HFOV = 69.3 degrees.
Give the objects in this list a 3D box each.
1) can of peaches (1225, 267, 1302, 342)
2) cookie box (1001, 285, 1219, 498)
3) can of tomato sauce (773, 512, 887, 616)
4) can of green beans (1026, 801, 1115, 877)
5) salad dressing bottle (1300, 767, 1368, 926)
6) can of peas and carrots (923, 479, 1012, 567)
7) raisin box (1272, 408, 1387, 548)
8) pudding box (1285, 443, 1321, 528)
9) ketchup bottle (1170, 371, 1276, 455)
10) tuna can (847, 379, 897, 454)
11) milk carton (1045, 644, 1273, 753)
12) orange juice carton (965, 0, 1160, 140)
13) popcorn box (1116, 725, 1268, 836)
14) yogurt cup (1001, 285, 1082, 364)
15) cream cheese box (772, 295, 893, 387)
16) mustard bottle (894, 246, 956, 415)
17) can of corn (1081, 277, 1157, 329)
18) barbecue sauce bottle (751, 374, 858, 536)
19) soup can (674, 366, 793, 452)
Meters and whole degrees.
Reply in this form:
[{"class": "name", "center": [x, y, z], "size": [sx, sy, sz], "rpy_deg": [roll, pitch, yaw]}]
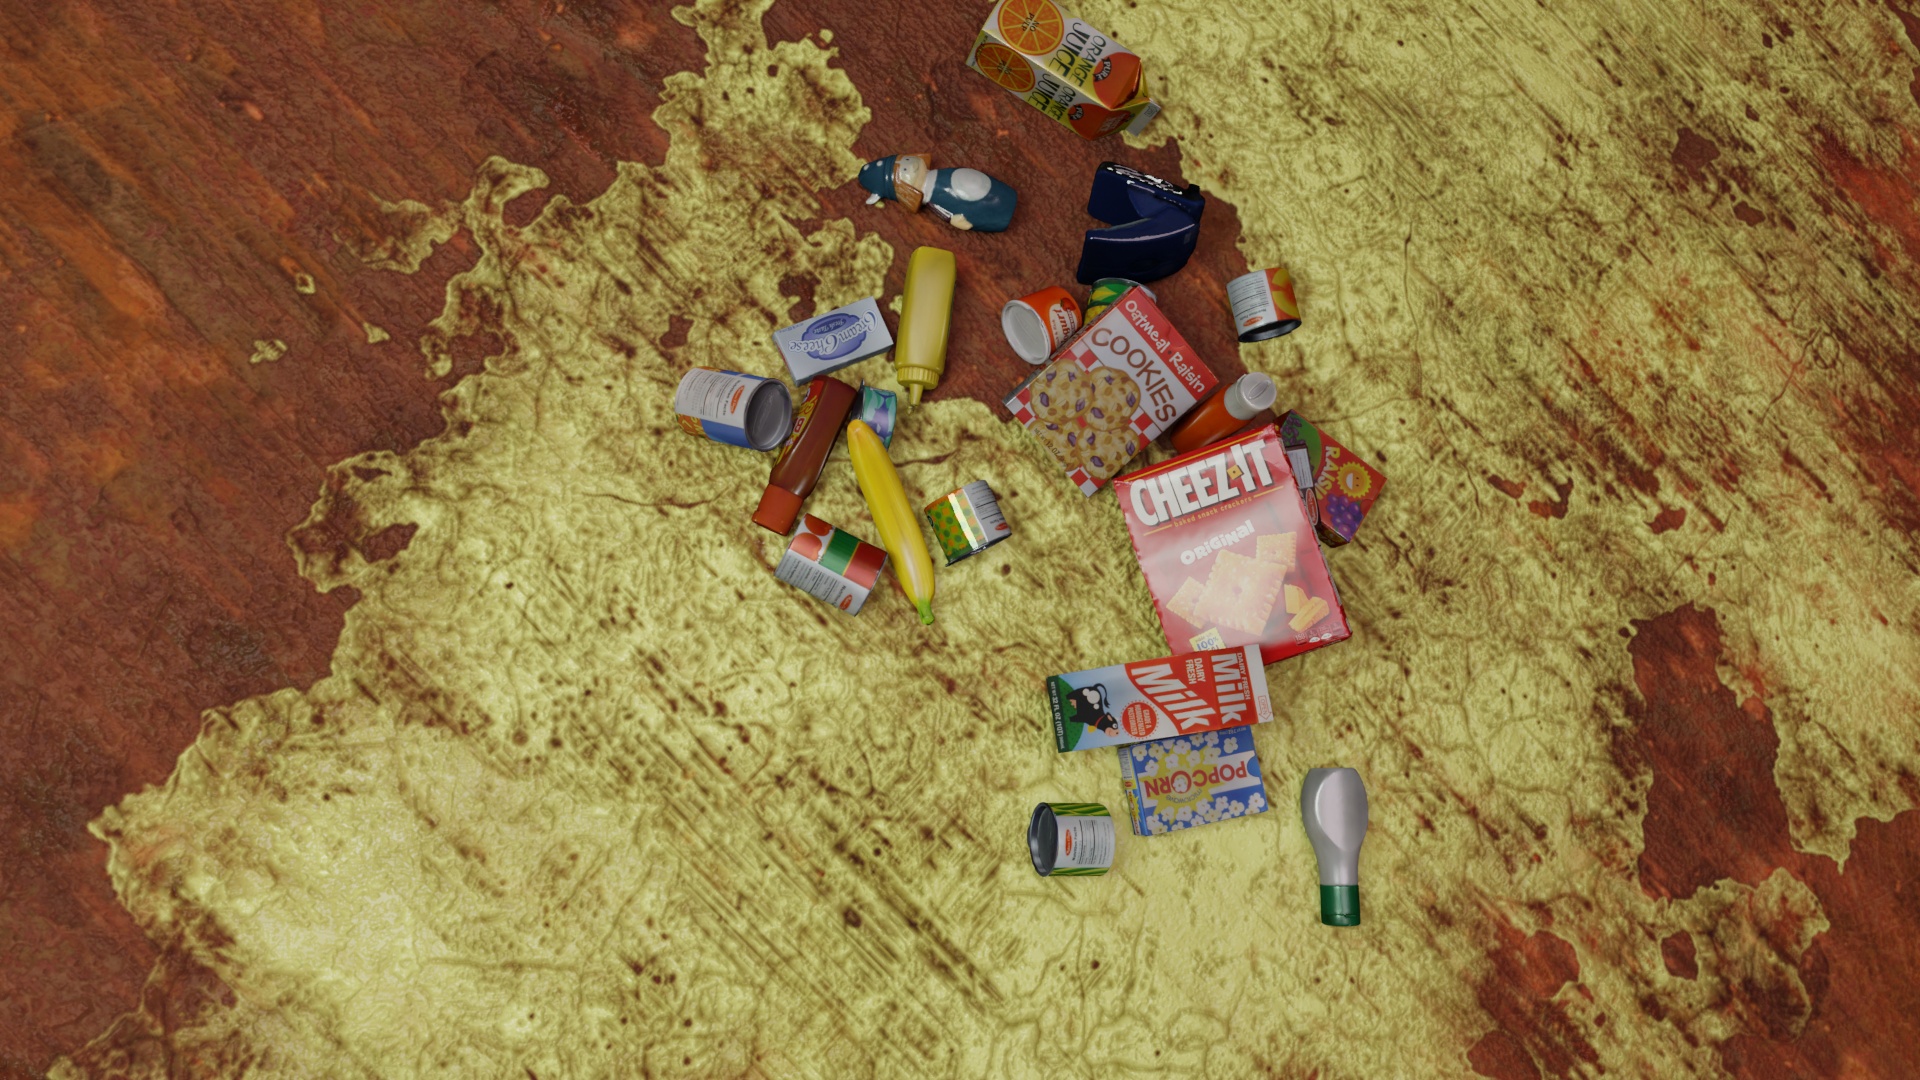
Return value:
[{"class": "can of peaches", "center": [0.310, -0.240, 1.417], "size": [0.071, 0.071, 0.058], "rpy_deg": [-10, 82, -16]}, {"class": "cookie box", "center": [0.143, -0.142, 1.324], "size": [0.167, 0.040, 0.123], "rpy_deg": [-41, 102, 6]}, {"class": "can of tomato sauce", "center": [-0.117, 0.020, 1.257], "size": [0.083, 0.071, 0.071], "rpy_deg": [27, 74, -7]}, {"class": "can of green beans", "center": [0.101, 0.271, 1.258], "size": [0.058, 0.071, 0.071], "rpy_deg": [5, 78, -19]}, {"class": "salad dressing bottle", "center": [0.361, 0.293, 1.334], "size": [0.064, 0.044, 0.148], "rpy_deg": [3, 80, -16]}, {"class": "can of peas and carrots", "center": [0.005, -0.016, 1.296], "size": [0.071, 0.071, 0.059], "rpy_deg": [-24, 86, -17]}, {"class": "raisin box", "center": [0.357, -0.062, 1.406], "size": [0.123, 0.040, 0.086], "rpy_deg": [35, 72, -6]}, {"class": "pudding box", "center": [0.318, -0.049, 1.358], "size": [0.050, 0.030, 0.083], "rpy_deg": [-9, 87, -11]}, {"class": "ketchup bottle", "center": [0.255, -0.123, 1.335], "size": [0.065, 0.148, 0.043], "rpy_deg": [-40, 90, -18]}, {"class": "tuna can", "center": [-0.082, -0.112, 1.291], "size": [0.033, 0.071, 0.071], "rpy_deg": [10, 77, -13]}, {"class": "milk carton", "center": [0.182, 0.143, 1.256], "size": [0.190, 0.073, 0.072], "rpy_deg": [-12, 80, 17]}, {"class": "orange juice carton", "center": [0.111, -0.475, 1.409], "size": [0.193, 0.071, 0.073], "rpy_deg": [30, 74, -6]}, {"class": "popcorn box", "center": [0.219, 0.226, 1.314], "size": [0.127, 0.038, 0.085], "rpy_deg": [-8, 80, -15]}, {"class": "yogurt cup", "center": [0.081, -0.213, 1.355], "size": [0.054, 0.072, 0.072], "rpy_deg": [-33, 89, -25]}, {"class": "cream cheese box", "center": [-0.121, -0.189, 1.319], "size": [0.104, 0.024, 0.053], "rpy_deg": [-24, 87, -17]}, {"class": "mustard bottle", "center": [-0.035, -0.196, 1.324], "size": [0.049, 0.065, 0.160], "rpy_deg": [8, 83, -7]}, {"class": "can of corn", "center": [0.153, -0.218, 1.373], "size": [0.071, 0.071, 0.058], "rpy_deg": [18, 76, -10]}, {"class": "barbecue sauce bottle", "center": [-0.144, -0.077, 1.273], "size": [0.043, 0.065, 0.148], "rpy_deg": [26, 83, -18]}, {"class": "soup can", "center": [-0.202, -0.117, 1.246], "size": [0.084, 0.071, 0.071], "rpy_deg": [13, 72, 30]}]
